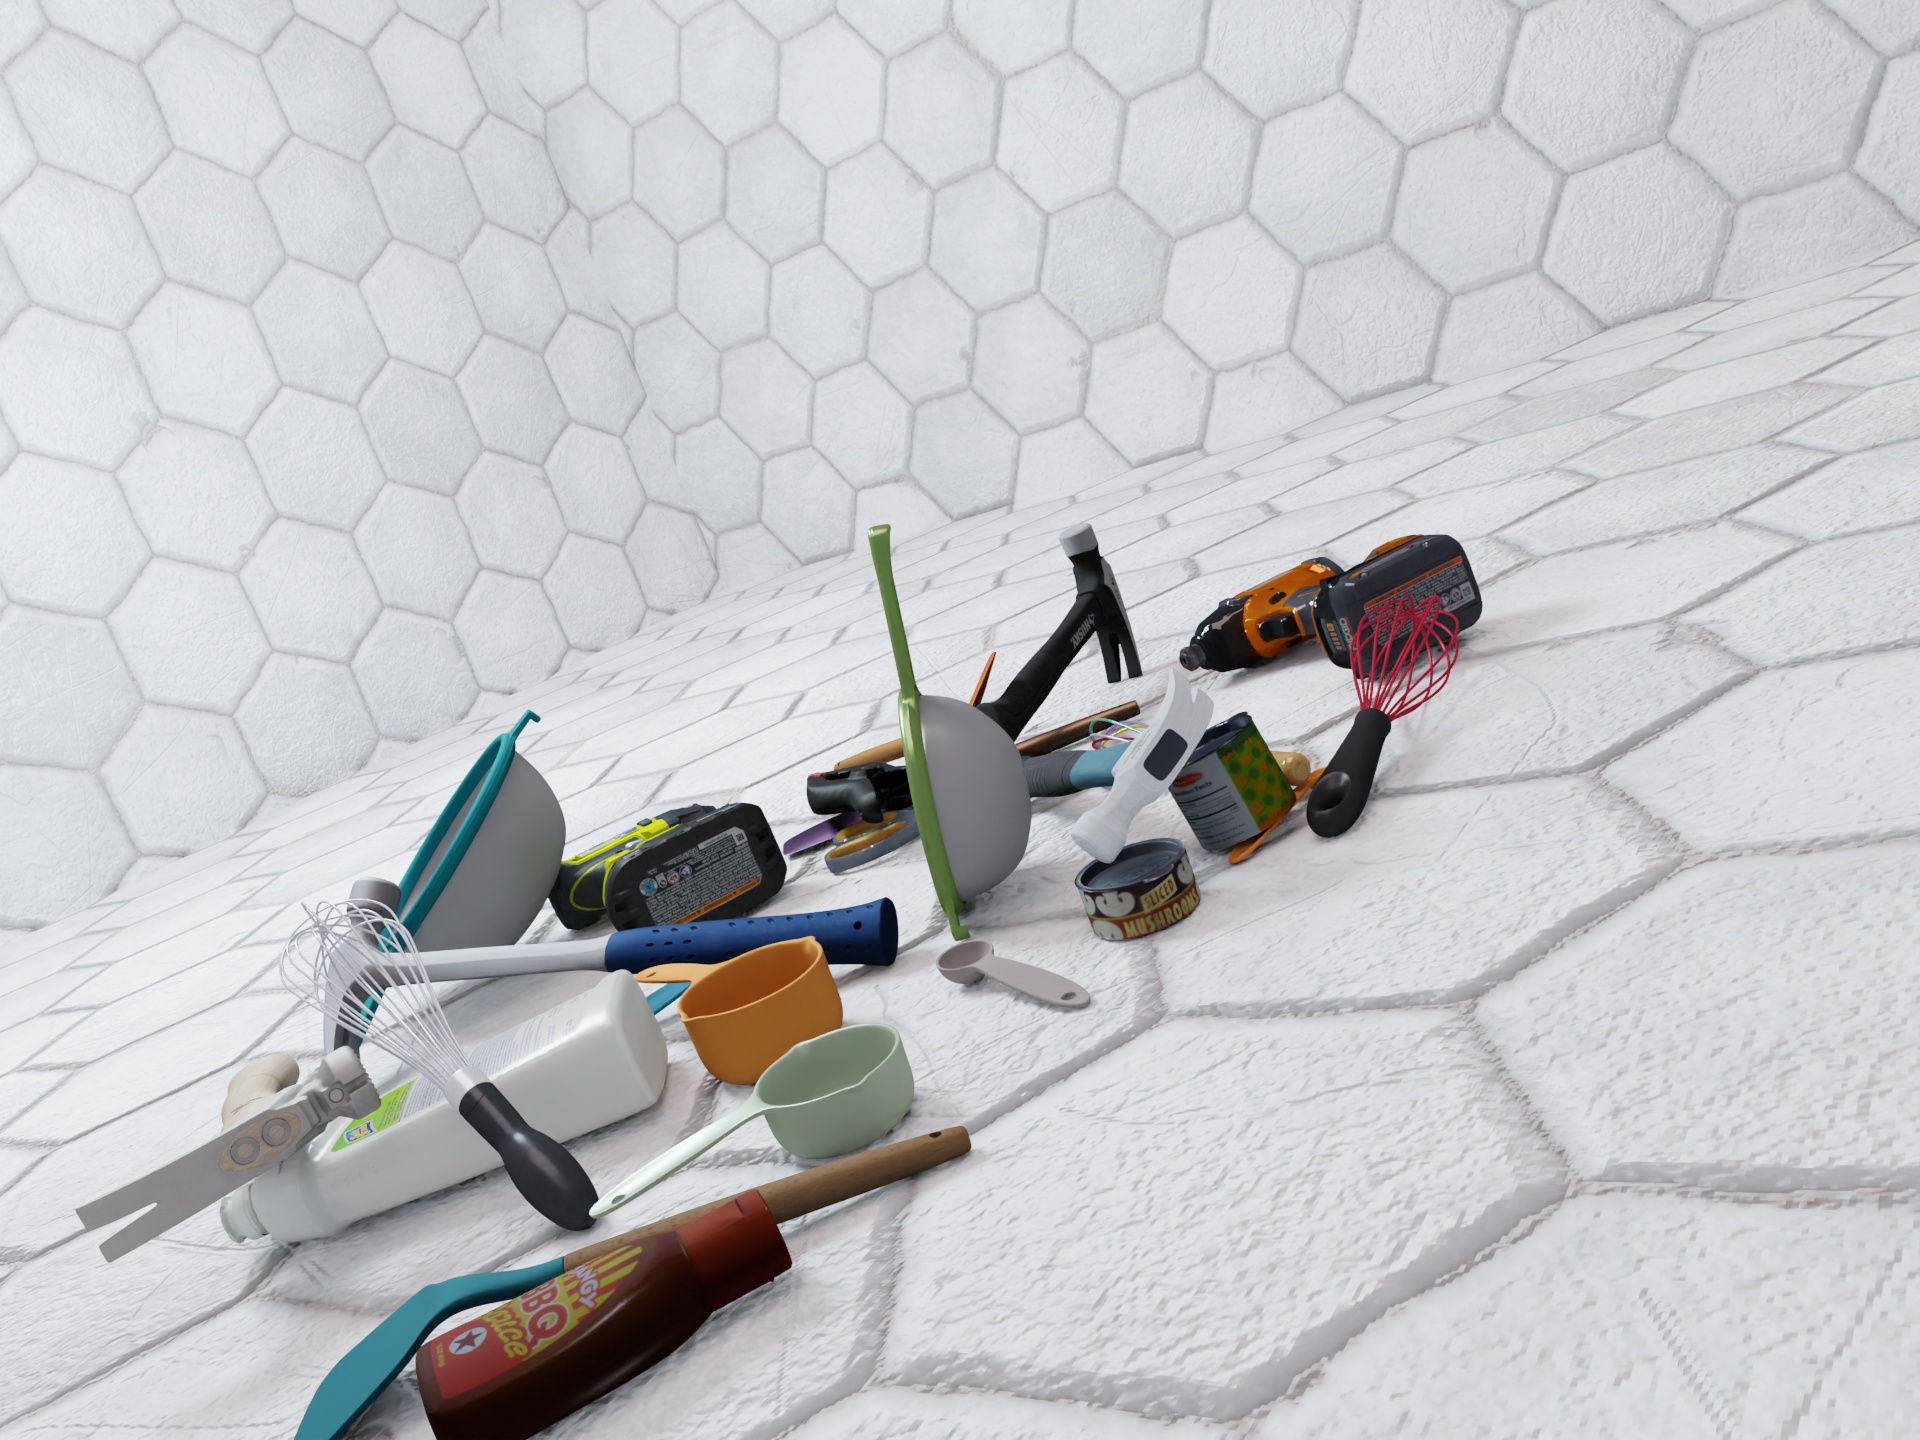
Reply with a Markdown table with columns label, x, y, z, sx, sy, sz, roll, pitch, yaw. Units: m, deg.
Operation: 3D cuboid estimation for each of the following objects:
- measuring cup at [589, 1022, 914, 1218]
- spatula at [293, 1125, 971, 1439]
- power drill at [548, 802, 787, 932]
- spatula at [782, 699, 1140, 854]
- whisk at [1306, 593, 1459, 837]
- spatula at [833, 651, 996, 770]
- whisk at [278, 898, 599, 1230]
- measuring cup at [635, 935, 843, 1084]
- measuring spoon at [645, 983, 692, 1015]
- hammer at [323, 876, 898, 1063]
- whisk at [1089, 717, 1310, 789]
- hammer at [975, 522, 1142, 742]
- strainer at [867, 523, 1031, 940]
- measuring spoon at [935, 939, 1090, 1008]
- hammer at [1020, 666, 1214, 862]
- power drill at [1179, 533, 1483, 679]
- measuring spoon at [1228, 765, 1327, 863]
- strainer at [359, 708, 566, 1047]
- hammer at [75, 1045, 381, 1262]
| label | x | y | z | sx | sy | sz | roll | pitch | yaw |
| --- | --- | --- | --- | --- | --- | --- | --- | --- | --- |
| measuring cup | -0.096 | 0.203 | 0.762 | 0.167 | 0.038 | 0.083 | -28 | 14 | -23 |
| spatula | -0.144 | 0.244 | 0.702 | 0.317 | 0.044 | 0.082 | -17 | 12 | -6 |
| power drill | -0.230 | 0.114 | 1.269 | 0.171 | 0.080 | 0.223 | -27 | 11 | -23 |
| spatula | 0.000 | 0.046 | 1.313 | 0.316 | 0.018 | 0.060 | -22 | 13 | 0 |
| whisk | 0.270 | -0.006 | 1.026 | 0.073 | 0.073 | 0.296 | -13 | 22 | 33 |
| spatula | -0.046 | 0.014 | 1.367 | 0.322 | 0.041 | 0.081 | -20 | 43 | 60 |
| whisk | -0.282 | 0.181 | 0.853 | 0.070 | 0.070 | 0.285 | -29 | 48 | -35 |
| measuring cup | -0.137 | 0.170 | 0.931 | 0.095 | 0.052 | 0.174 | -31 | 14 | -38 |
| measuring spoon | -0.186 | 0.185 | 1.041 | 0.128 | 0.021 | 0.042 | -33 | 32 | -14 |
| hammer | -0.237 | 0.158 | 1.032 | 0.405 | 0.035 | 0.144 | -7 | 59 | 17 |
| whisk | 0.156 | 0.023 | 1.087 | 0.047 | 0.051 | 0.245 | -19 | 10 | -25 |
| hammer | 0.079 | -0.046 | 1.326 | 0.035 | 0.146 | 0.335 | -15 | 18 | 27 |
| strainer | -0.002 | -0.003 | 0.995 | 0.069 | 0.256 | 0.152 | -11 | 20 | 3 |
| measuring spoon | 0.030 | 0.144 | 0.869 | 0.034 | 0.018 | 0.124 | -28 | 21 | -30 |
| hammer | 0.078 | 0.034 | 1.050 | 0.128 | 0.033 | 0.331 | -51 | 7 | -11 |
| power drill | 0.283 | -0.081 | 1.266 | 0.164 | 0.084 | 0.226 | -26 | 9 | -19 |
| measuring spoon | 0.196 | 0.059 | 0.969 | 0.021 | 0.011 | 0.117 | -24 | 9 | 48 |
| strainer | -0.381 | 0.166 | 1.205 | 0.211 | 0.095 | 0.341 | -42 | 26 | 38 |
| hammer | -0.448 | 0.247 | 0.985 | 0.146 | 0.038 | 0.410 | -30 | 5 | -25 |
